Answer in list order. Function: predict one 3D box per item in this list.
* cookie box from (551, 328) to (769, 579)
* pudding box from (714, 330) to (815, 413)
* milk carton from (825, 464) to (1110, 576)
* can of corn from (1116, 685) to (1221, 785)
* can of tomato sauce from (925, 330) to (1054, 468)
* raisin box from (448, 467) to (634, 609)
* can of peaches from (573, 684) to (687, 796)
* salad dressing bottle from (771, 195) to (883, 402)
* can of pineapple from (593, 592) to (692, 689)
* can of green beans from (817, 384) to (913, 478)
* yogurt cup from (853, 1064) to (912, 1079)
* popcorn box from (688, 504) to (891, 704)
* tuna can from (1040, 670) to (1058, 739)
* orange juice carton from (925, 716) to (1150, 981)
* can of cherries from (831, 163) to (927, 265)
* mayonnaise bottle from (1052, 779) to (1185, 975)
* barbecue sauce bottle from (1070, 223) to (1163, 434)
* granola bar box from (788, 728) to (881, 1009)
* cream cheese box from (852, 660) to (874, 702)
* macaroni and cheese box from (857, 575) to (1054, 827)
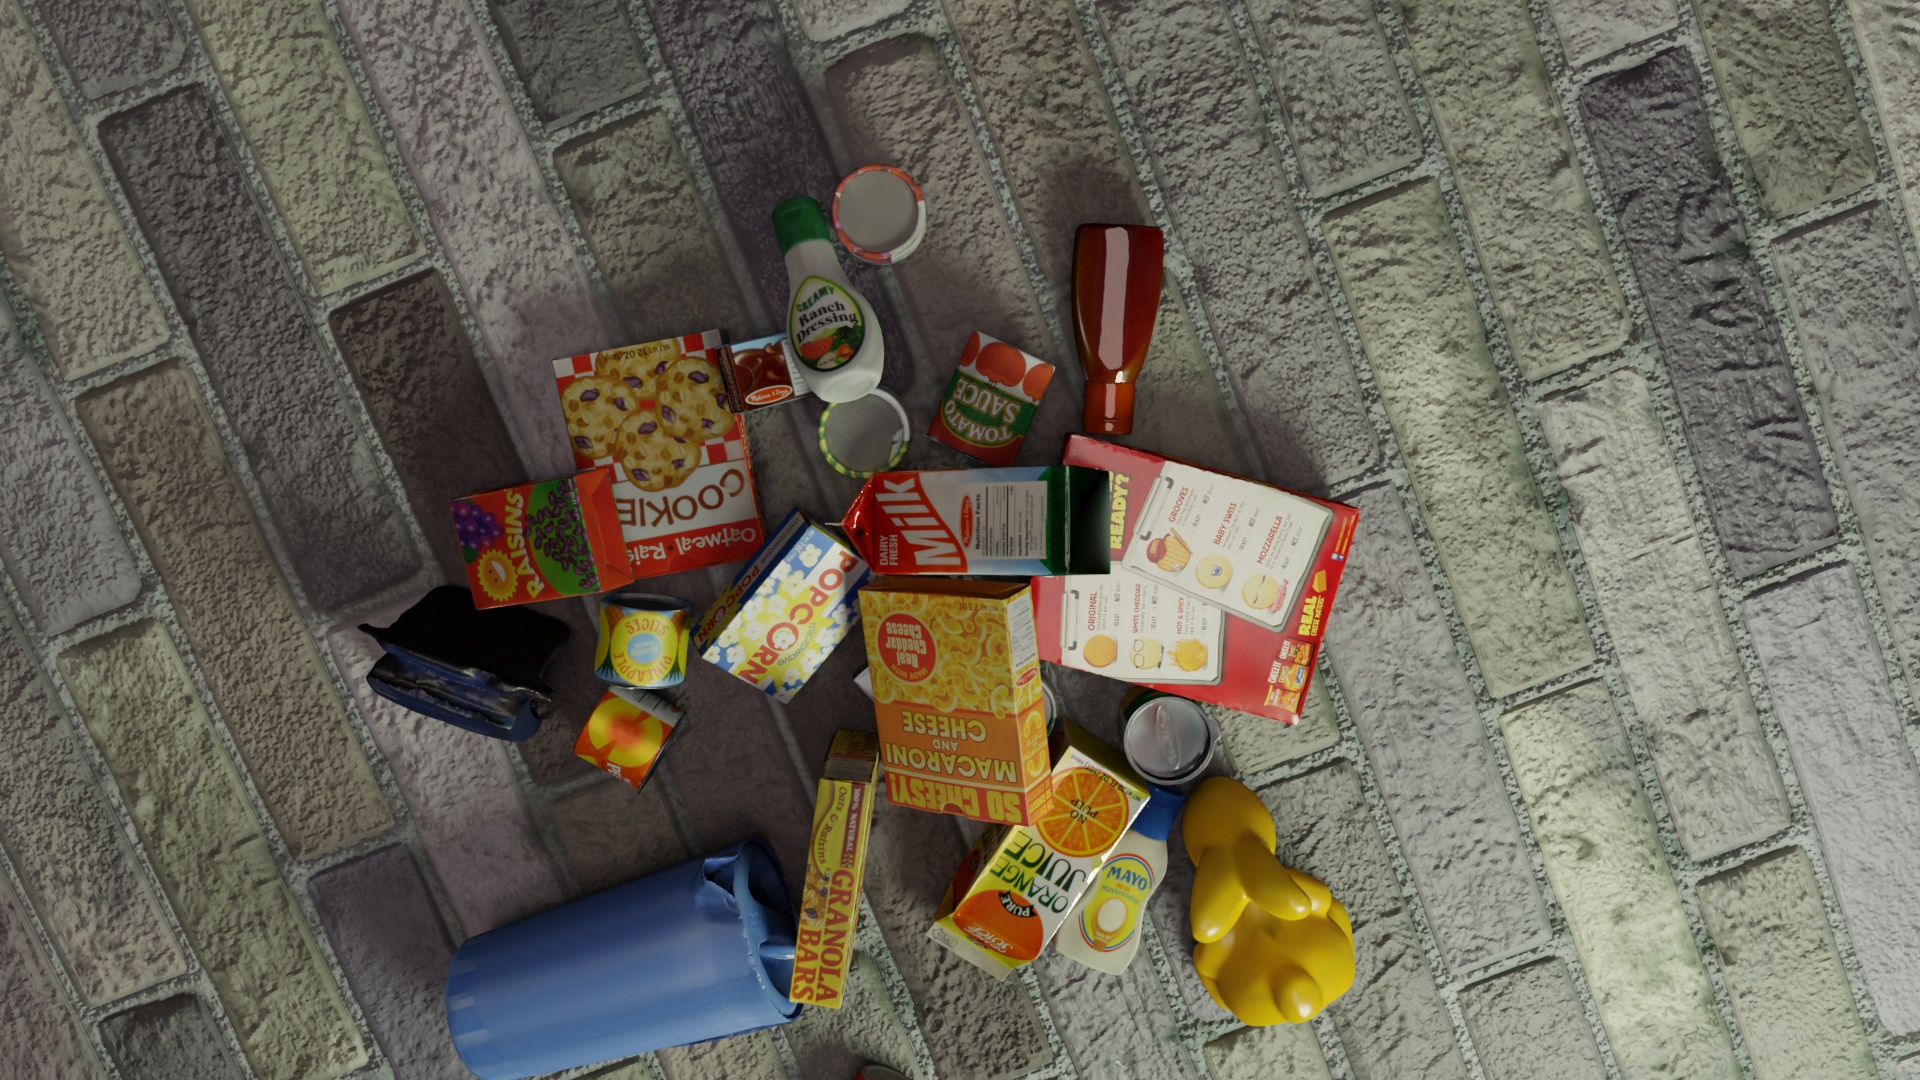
[{"bbox_3d":[-0.216,-0.061,1.011,0.123,0.040,0.167,-11,97,1],"label":"cookie box"},{"bbox_3d":[-0.128,-0.123,0.990,0.084,0.030,0.049,-19,100,-30],"label":"pudding box"},{"bbox_3d":[0.003,-0.012,0.962,0.190,0.072,0.073,-1,88,29],"label":"milk carton"},{"bbox_3d":[0.153,0.140,1.029,0.071,0.058,0.071,0,97,0],"label":"can of corn"},{"bbox_3d":[0.022,-0.100,0.992,0.071,0.071,0.083,24,97,-3],"label":"can of tomato sauce"},{"bbox_3d":[-0.301,-0.001,0.996,0.123,0.040,0.086,-8,98,27],"label":"raisin box"},{"bbox_3d":[-0.245,0.144,1.024,0.058,0.071,0.071,30,97,-3],"label":"can of peaches"},{"bbox_3d":[-0.097,-0.169,0.967,0.064,0.044,0.148,-21,70,9],"label":"salad dressing bottle"},{"bbox_3d":[-0.232,0.073,1.014,0.071,0.071,0.057,7,98,-1],"label":"can of pineapple"},{"bbox_3d":[-0.068,-0.079,1.000,0.071,0.058,0.071,0,98,0],"label":"can of green beans"},{"bbox_3d":[-0.063,0.441,1.066,0.072,0.072,0.054,23,89,-3],"label":"yogurt cup"},{"bbox_3d":[-0.123,0.047,1.009,0.085,0.038,0.126,36,97,-36],"label":"popcorn box"},{"bbox_3d":[0.038,0.126,1.040,0.071,0.033,0.071,0,97,0],"label":"tuna can"},{"bbox_3d":[0.055,0.236,1.034,0.072,0.073,0.192,33,97,-5],"label":"orange juice carton"},{"bbox_3d":[-0.059,-0.230,0.980,0.071,0.058,0.071,0,98,0],"label":"can of cherries"},{"bbox_3d":[0.124,0.251,1.052,0.065,0.041,0.148,23,97,-2],"label":"mayonnaise bottle"},{"bbox_3d":[0.110,-0.151,0.999,0.065,0.044,0.148,3,98,0],"label":"barbecue sauce bottle"},{"bbox_3d":[-0.089,0.233,1.007,0.039,0.124,0.165,8,97,0],"label":"granola bar box"},{"bbox_3d":[-0.024,0.087,1.039,0.104,0.024,0.053,-41,97,5],"label":"cream cheese box"},{"bbox_3d":[-0.004,0.112,0.978,0.123,0.040,0.166,2,105,34],"label":"macaroni and cheese box"}]
